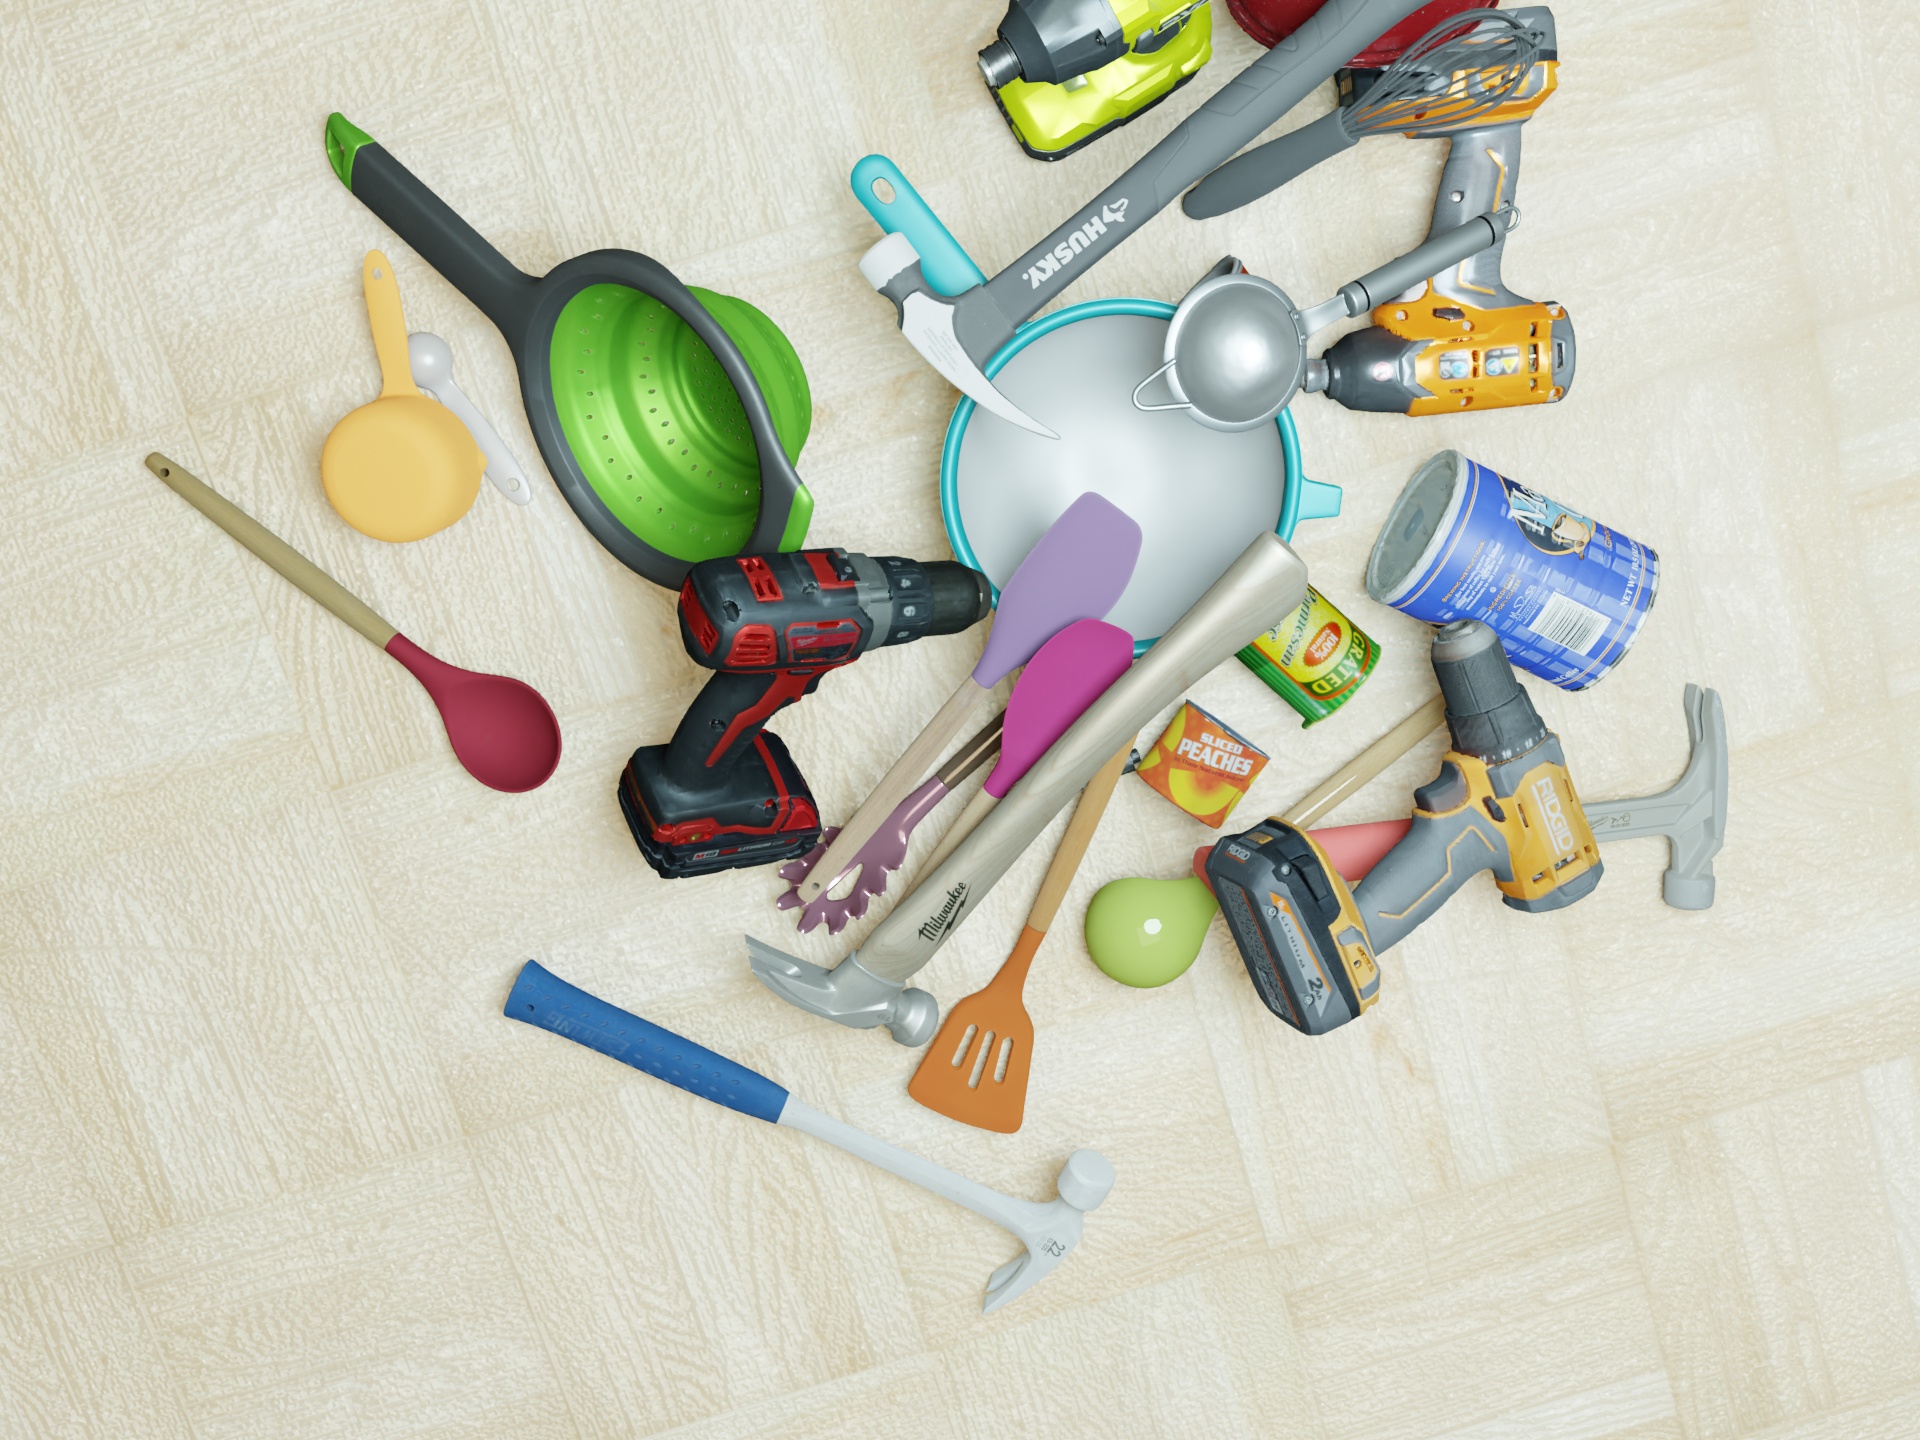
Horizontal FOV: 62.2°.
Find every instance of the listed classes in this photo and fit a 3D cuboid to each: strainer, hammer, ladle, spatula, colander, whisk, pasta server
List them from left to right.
[{"bbox_3d":[-0.381,-0.065,1.002,0.315,0.031,0.069,39,94,-6],"label":"ladle"},{"bbox_3d":[-0.215,-0.238,0.946,0.397,0.094,0.204,43,138,9],"label":"colander"},{"bbox_3d":[-0.110,0.266,1.051,0.405,0.035,0.144,25,117,-2],"label":"hammer"},{"bbox_3d":[-0.002,-0.003,0.960,0.059,0.018,0.316,36,108,-12],"label":"spatula"},{"bbox_3d":[0.009,0.022,1.025,0.316,0.040,0.060,-42,88,4],"label":"pasta server"},{"bbox_3d":[0.044,0.040,0.953,0.146,0.038,0.410,30,112,-35],"label":"hammer"},{"bbox_3d":[0.055,-0.197,0.958,0.211,0.095,0.340,-39,98,13],"label":"strainer"},{"bbox_3d":[0.060,0.117,1.032,0.081,0.041,0.322,22,105,-5],"label":"spatula"},{"bbox_3d":[0.116,-0.295,0.866,0.335,0.035,0.146,-37,95,9],"label":"hammer"},{"bbox_3d":[0.217,0.064,1.044,0.320,0.062,0.078,-37,97,-3],"label":"ladle"},{"bbox_3d":[0.214,-0.233,0.889,0.258,0.050,0.086,-29,110,-13],"label":"strainer"},{"bbox_3d":[0.217,-0.333,0.899,0.055,0.239,0.055,10,75,-40],"label":"whisk"},{"bbox_3d":[0.324,0.066,1.018,0.359,0.037,0.149,-6,100,-11],"label":"hammer"}]

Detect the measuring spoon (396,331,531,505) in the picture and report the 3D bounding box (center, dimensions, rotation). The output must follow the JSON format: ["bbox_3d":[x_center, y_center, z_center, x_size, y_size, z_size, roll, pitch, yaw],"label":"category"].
[{"bbox_3d":[-0.307,-0.186,0.988,0.034,0.018,0.124,-34,100,4],"label":"measuring spoon"}]

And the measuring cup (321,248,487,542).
[{"bbox_3d":[-0.345,-0.191,0.954,0.095,0.052,0.173,-2,111,3],"label":"measuring cup"}]

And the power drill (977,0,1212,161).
[{"bbox_3d":[0.081,-0.379,0.865,0.171,0.223,0.080,-31,99,3],"label":"power drill"}]

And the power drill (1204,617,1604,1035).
[{"bbox_3d":[0.261,0.061,0.946,0.226,0.084,0.185,-27,104,-11],"label":"power drill"}]

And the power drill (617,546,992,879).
[{"bbox_3d":[-0.094,-0.012,0.935,0.187,0.080,0.226,-7,143,-35],"label":"power drill"}]

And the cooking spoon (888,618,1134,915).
[{"bbox_3d":[0.007,0.062,0.993,0.068,0.017,0.318,19,119,-29],"label":"cooking spoon"}]

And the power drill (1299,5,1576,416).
[{"bbox_3d":[0.281,-0.298,0.961,0.164,0.084,0.226,-6,103,1],"label":"power drill"}]
